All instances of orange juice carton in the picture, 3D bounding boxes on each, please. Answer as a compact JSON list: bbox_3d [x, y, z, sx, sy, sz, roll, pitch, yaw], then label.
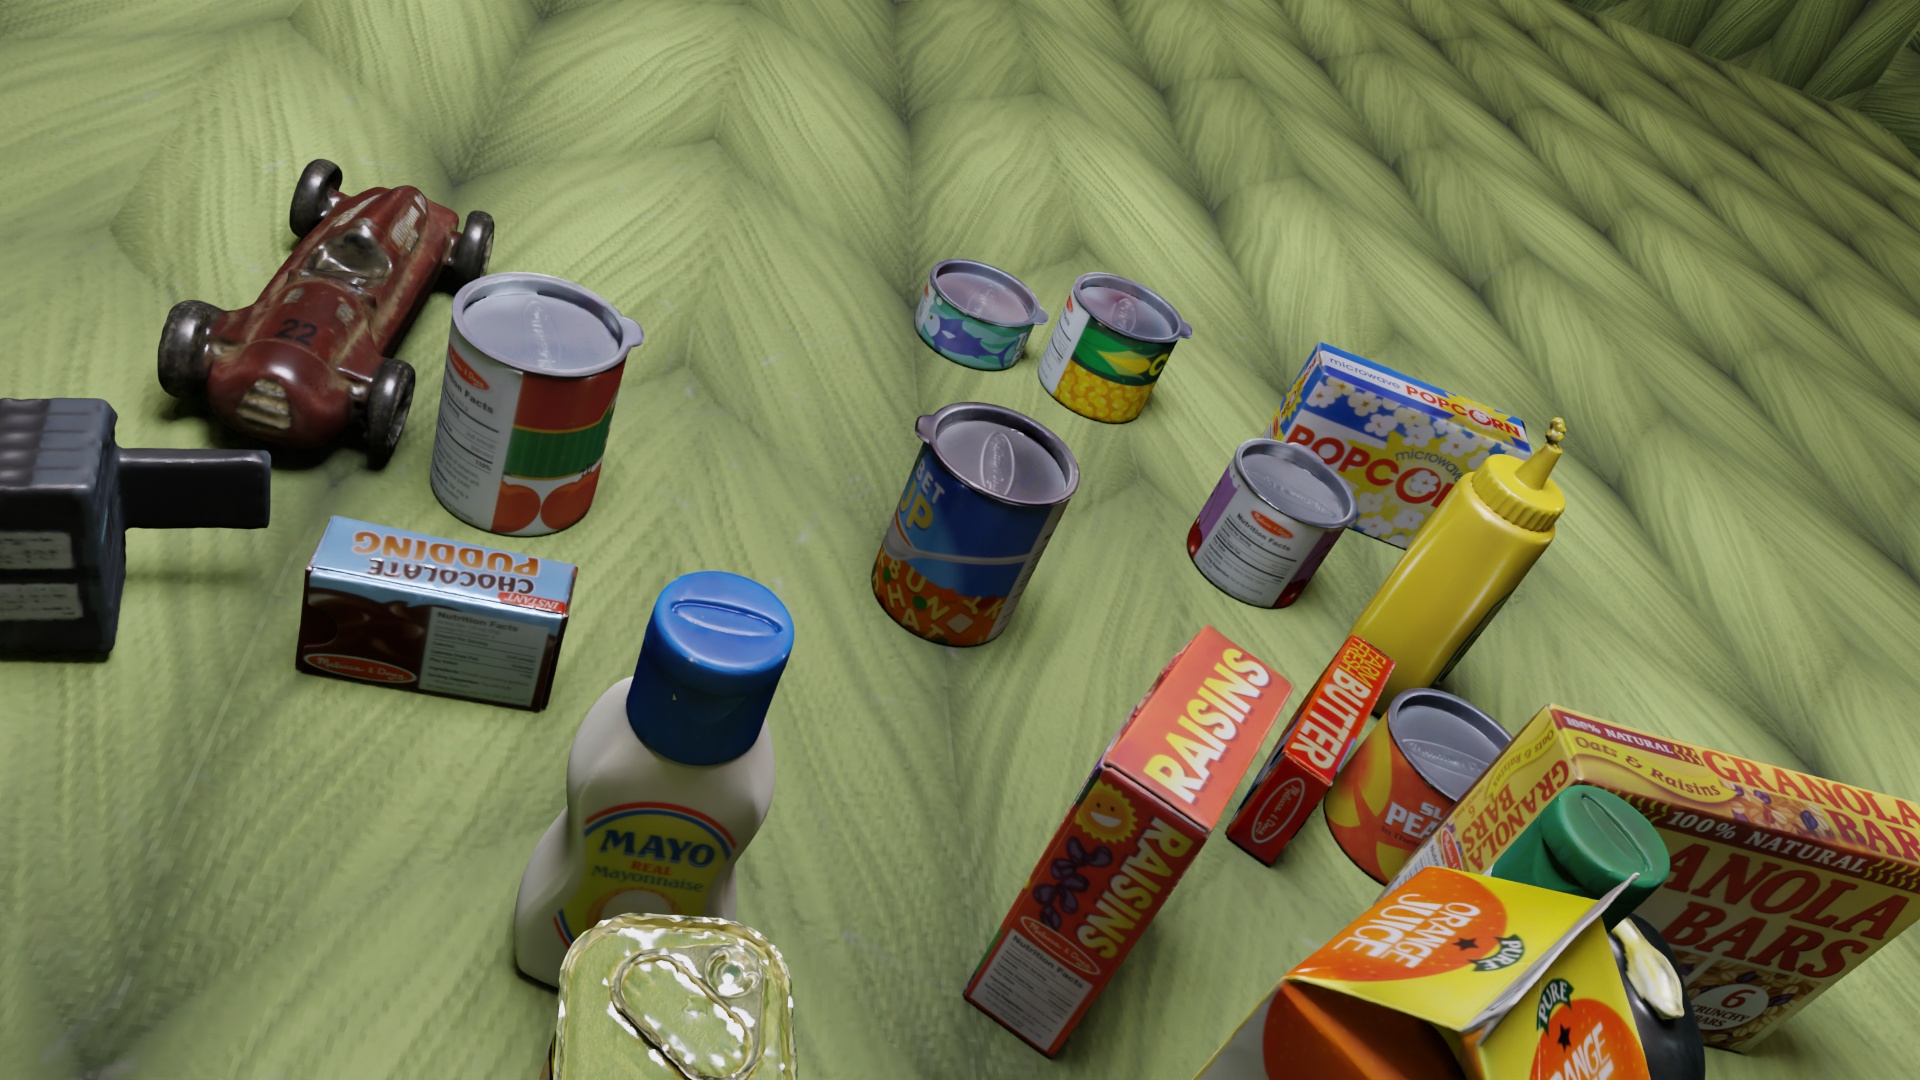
[{"bbox_3d":[0.102,0.154,0.356,0.072,0.191,0.073,-16,52,-42],"label":"orange juice carton"}]

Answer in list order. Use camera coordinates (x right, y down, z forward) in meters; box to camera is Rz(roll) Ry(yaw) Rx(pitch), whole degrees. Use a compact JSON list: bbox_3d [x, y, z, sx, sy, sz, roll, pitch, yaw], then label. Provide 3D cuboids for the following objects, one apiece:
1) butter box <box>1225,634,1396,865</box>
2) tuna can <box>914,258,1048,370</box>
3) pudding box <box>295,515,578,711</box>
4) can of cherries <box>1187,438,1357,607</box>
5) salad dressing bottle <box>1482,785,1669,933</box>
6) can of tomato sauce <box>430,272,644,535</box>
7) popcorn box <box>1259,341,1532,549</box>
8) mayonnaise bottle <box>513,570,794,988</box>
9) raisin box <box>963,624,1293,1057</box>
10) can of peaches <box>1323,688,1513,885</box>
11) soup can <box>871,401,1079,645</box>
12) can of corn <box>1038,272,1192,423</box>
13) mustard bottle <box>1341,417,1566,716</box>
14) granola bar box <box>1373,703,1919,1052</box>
[{"bbox_3d":[0.148,0.085,0.583,0.024,0.052,0.104,34,37,13],"label":"butter box"},{"bbox_3d":[0.012,-0.127,0.786,0.071,0.032,0.071,15,37,-12],"label":"tuna can"},{"bbox_3d":[-0.179,0.026,0.477,0.084,0.049,0.030,12,38,-16],"label":"pudding box"},{"bbox_3d":[0.157,-0.010,0.701,0.071,0.058,0.072,15,37,-12],"label":"can of cherries"},{"bbox_3d":[0.167,0.138,0.450,0.044,0.146,0.064,-2,44,-32],"label":"salad dressing bottle"},{"bbox_3d":[-0.170,-0.053,0.552,0.071,0.082,0.071,15,37,-12],"label":"can of tomato sauce"},{"bbox_3d":[0.235,-0.047,0.769,0.127,0.084,0.038,20,36,-6],"label":"popcorn box"},{"bbox_3d":[-0.083,0.073,0.389,0.065,0.147,0.041,14,38,-15],"label":"mayonnaise bottle"},{"bbox_3d":[0.054,0.098,0.456,0.040,0.122,0.086,34,37,13],"label":"raisin box"},{"bbox_3d":[0.194,0.107,0.579,0.071,0.057,0.071,15,37,-12],"label":"can of peaches"},{"bbox_3d":[0.002,-0.007,0.590,0.071,0.083,0.072,15,37,-12],"label":"soup can"},{"bbox_3d":[0.086,-0.107,0.782,0.071,0.058,0.071,15,37,-12],"label":"can of corn"},{"bbox_3d":[0.229,0.011,0.630,0.049,0.159,0.065,38,38,17],"label":"mustard bottle"},{"bbox_3d":[0.264,0.133,0.530,0.166,0.123,0.039,15,37,-12],"label":"granola bar box"}]
